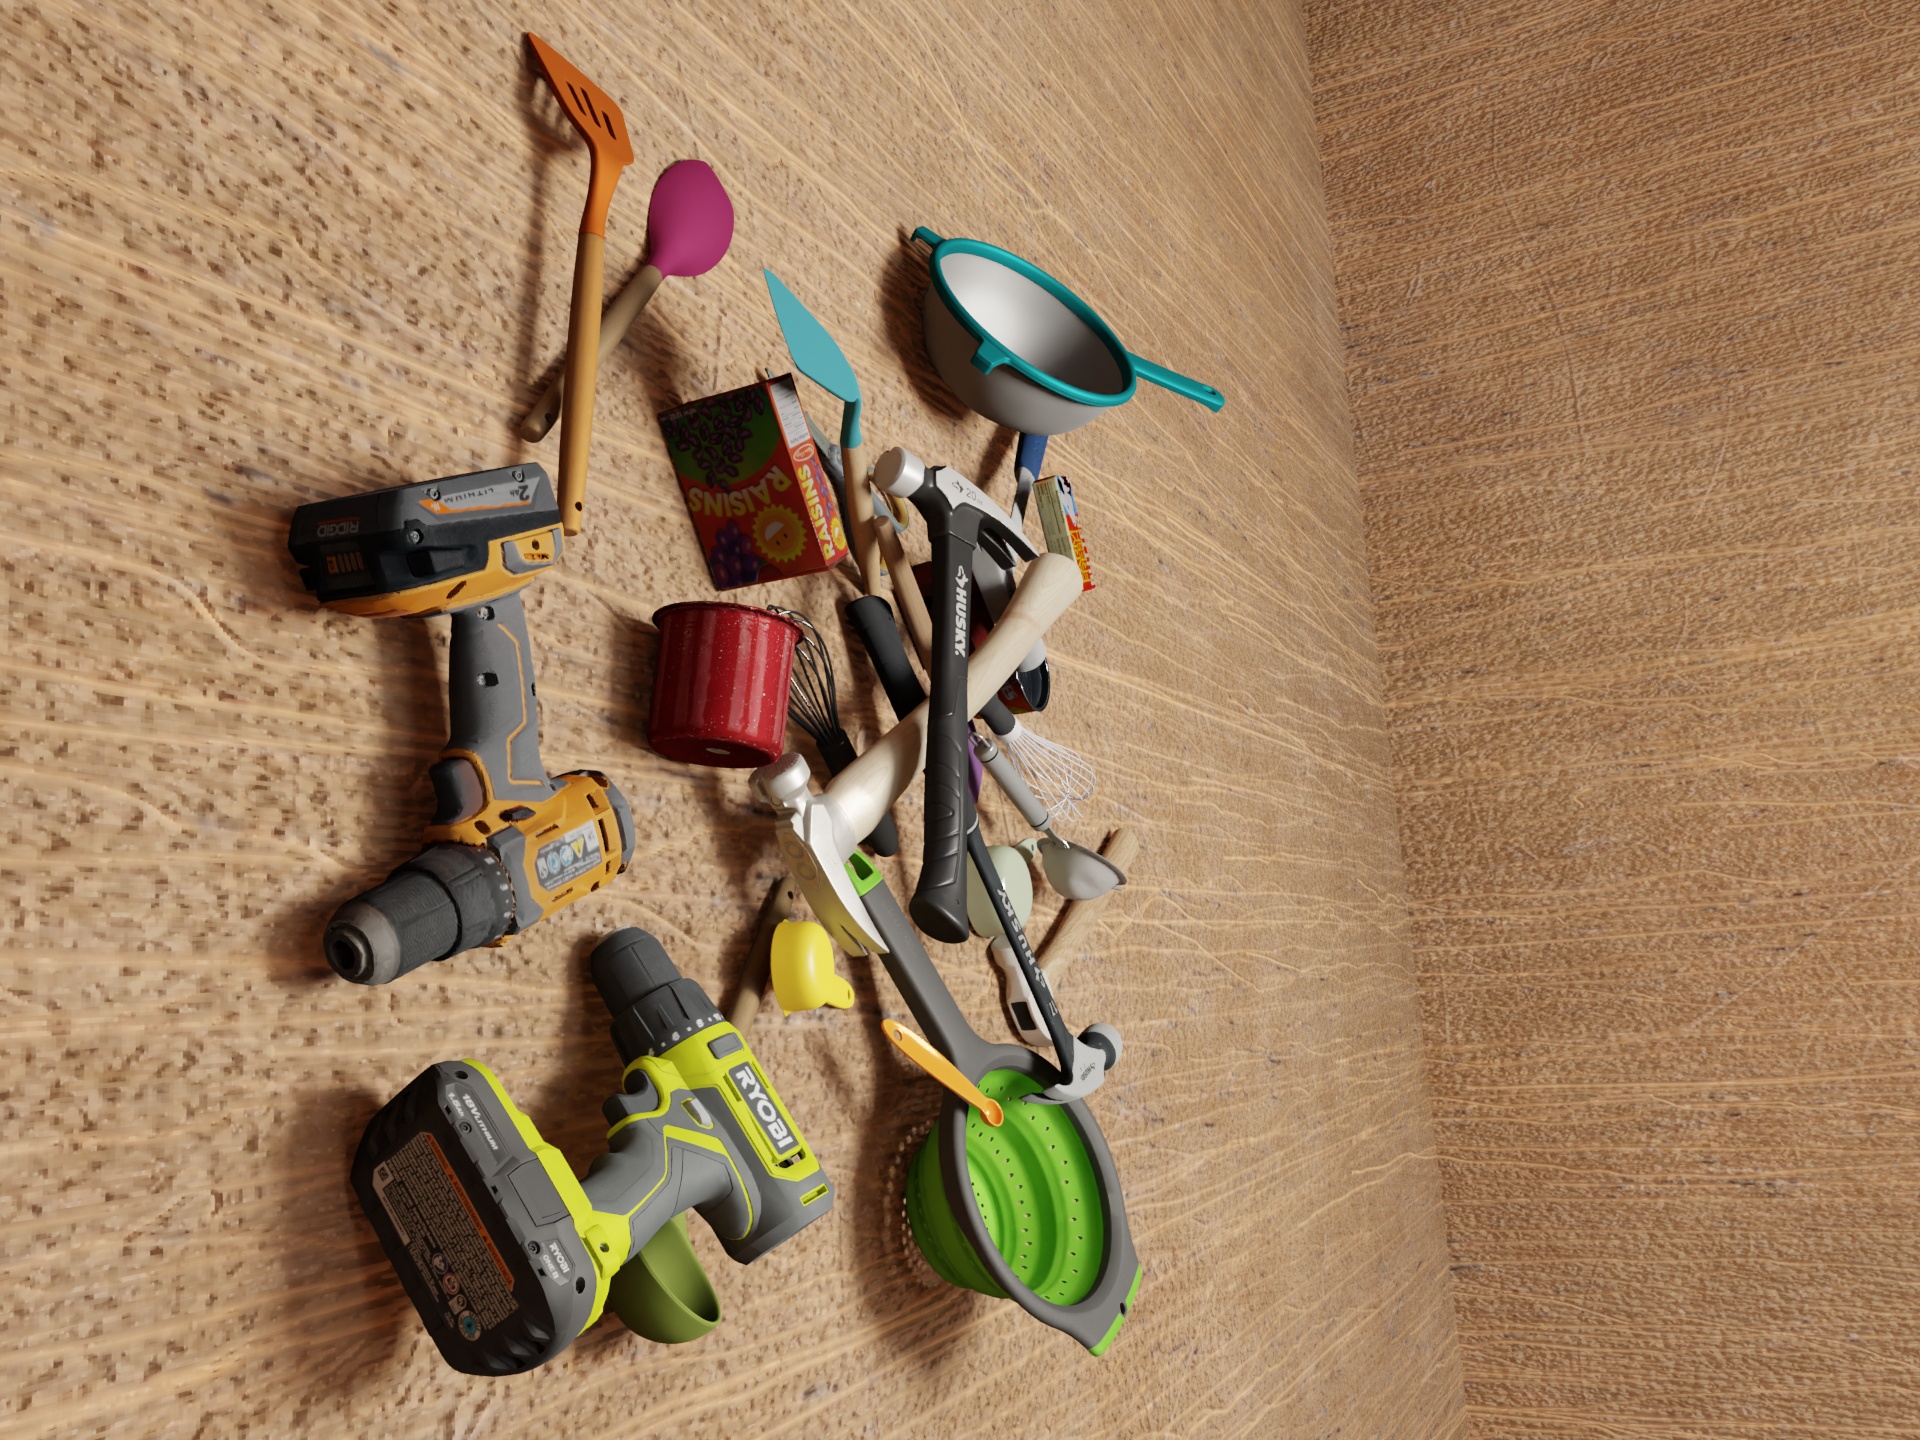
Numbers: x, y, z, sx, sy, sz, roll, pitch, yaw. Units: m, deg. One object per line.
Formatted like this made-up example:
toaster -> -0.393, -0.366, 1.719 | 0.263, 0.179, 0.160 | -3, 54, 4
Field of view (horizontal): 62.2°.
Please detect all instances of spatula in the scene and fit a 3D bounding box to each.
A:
spatula -> -0.020, -0.045, 1.245 | 0.315, 0.018, 0.060 | 69, 25, -49
spatula -> -0.084, -0.174, 1.088 | 0.317, 0.044, 0.082 | 85, -13, -61
spatula -> -0.222, -0.254, 0.921 | 0.081, 0.041, 0.323 | 27, 58, -55

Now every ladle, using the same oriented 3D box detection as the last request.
ladle -> -0.135, 0.213, 0.942 | 0.078, 0.062, 0.320 | 53, 34, -31

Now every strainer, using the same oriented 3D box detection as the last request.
strainer -> 0.093, -0.306, 1.422 | 0.340, 0.095, 0.211 | 12, 42, -37
strainer -> 0.069, 0.091, 1.353 | 0.258, 0.087, 0.050 | 52, 58, -38

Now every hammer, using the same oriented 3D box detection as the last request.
hammer -> 0.009, 0.096, 1.188 | 0.409, 0.036, 0.149 | 65, 22, 1
hammer -> -0.002, -0.004, 1.150 | 0.411, 0.038, 0.146 | -48, 119, -47
hammer -> 0.111, 0.188, 1.477 | 0.331, 0.031, 0.130 | -46, 122, -59
hammer -> 0.056, -0.216, 1.421 | 0.406, 0.035, 0.144 | -78, 149, -52
hammer -> -0.004, -0.014, 1.086 | 0.146, 0.035, 0.335 | 24, 59, -44

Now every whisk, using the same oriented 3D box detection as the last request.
whisk -> -0.092, 0.013, 1.110 | 0.055, 0.055, 0.238 | -72, 148, -43
whisk -> 0.049, 0.020, 1.346 | 0.284, 0.070, 0.070 | 48, 41, -56

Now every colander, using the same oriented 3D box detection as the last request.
colander -> -0.014, 0.277, 1.153 | 0.397, 0.094, 0.204 | 60, 29, -3

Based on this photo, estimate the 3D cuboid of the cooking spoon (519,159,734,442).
cooking spoon -> -0.202, -0.266, 0.996 | 0.068, 0.017, 0.319 | 59, 34, -33

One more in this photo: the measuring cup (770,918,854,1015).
measuring cup -> -0.086, 0.170, 1.051 | 0.156, 0.029, 0.062 | 50, 35, -66

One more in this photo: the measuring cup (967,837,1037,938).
measuring cup -> 0.050, 0.130, 1.363 | 0.167, 0.038, 0.083 | -33, 112, -63

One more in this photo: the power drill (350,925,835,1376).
power drill -> -0.179, 0.202, 0.792 | 0.191, 0.080, 0.228 | 56, 25, 13

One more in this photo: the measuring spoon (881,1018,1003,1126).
measuring spoon -> -0.014, 0.240, 1.079 | 0.116, 0.011, 0.021 | 43, 32, -19

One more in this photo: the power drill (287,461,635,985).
power drill -> -0.247, 0.002, 0.759 | 0.185, 0.084, 0.226 | -33, 116, -60
